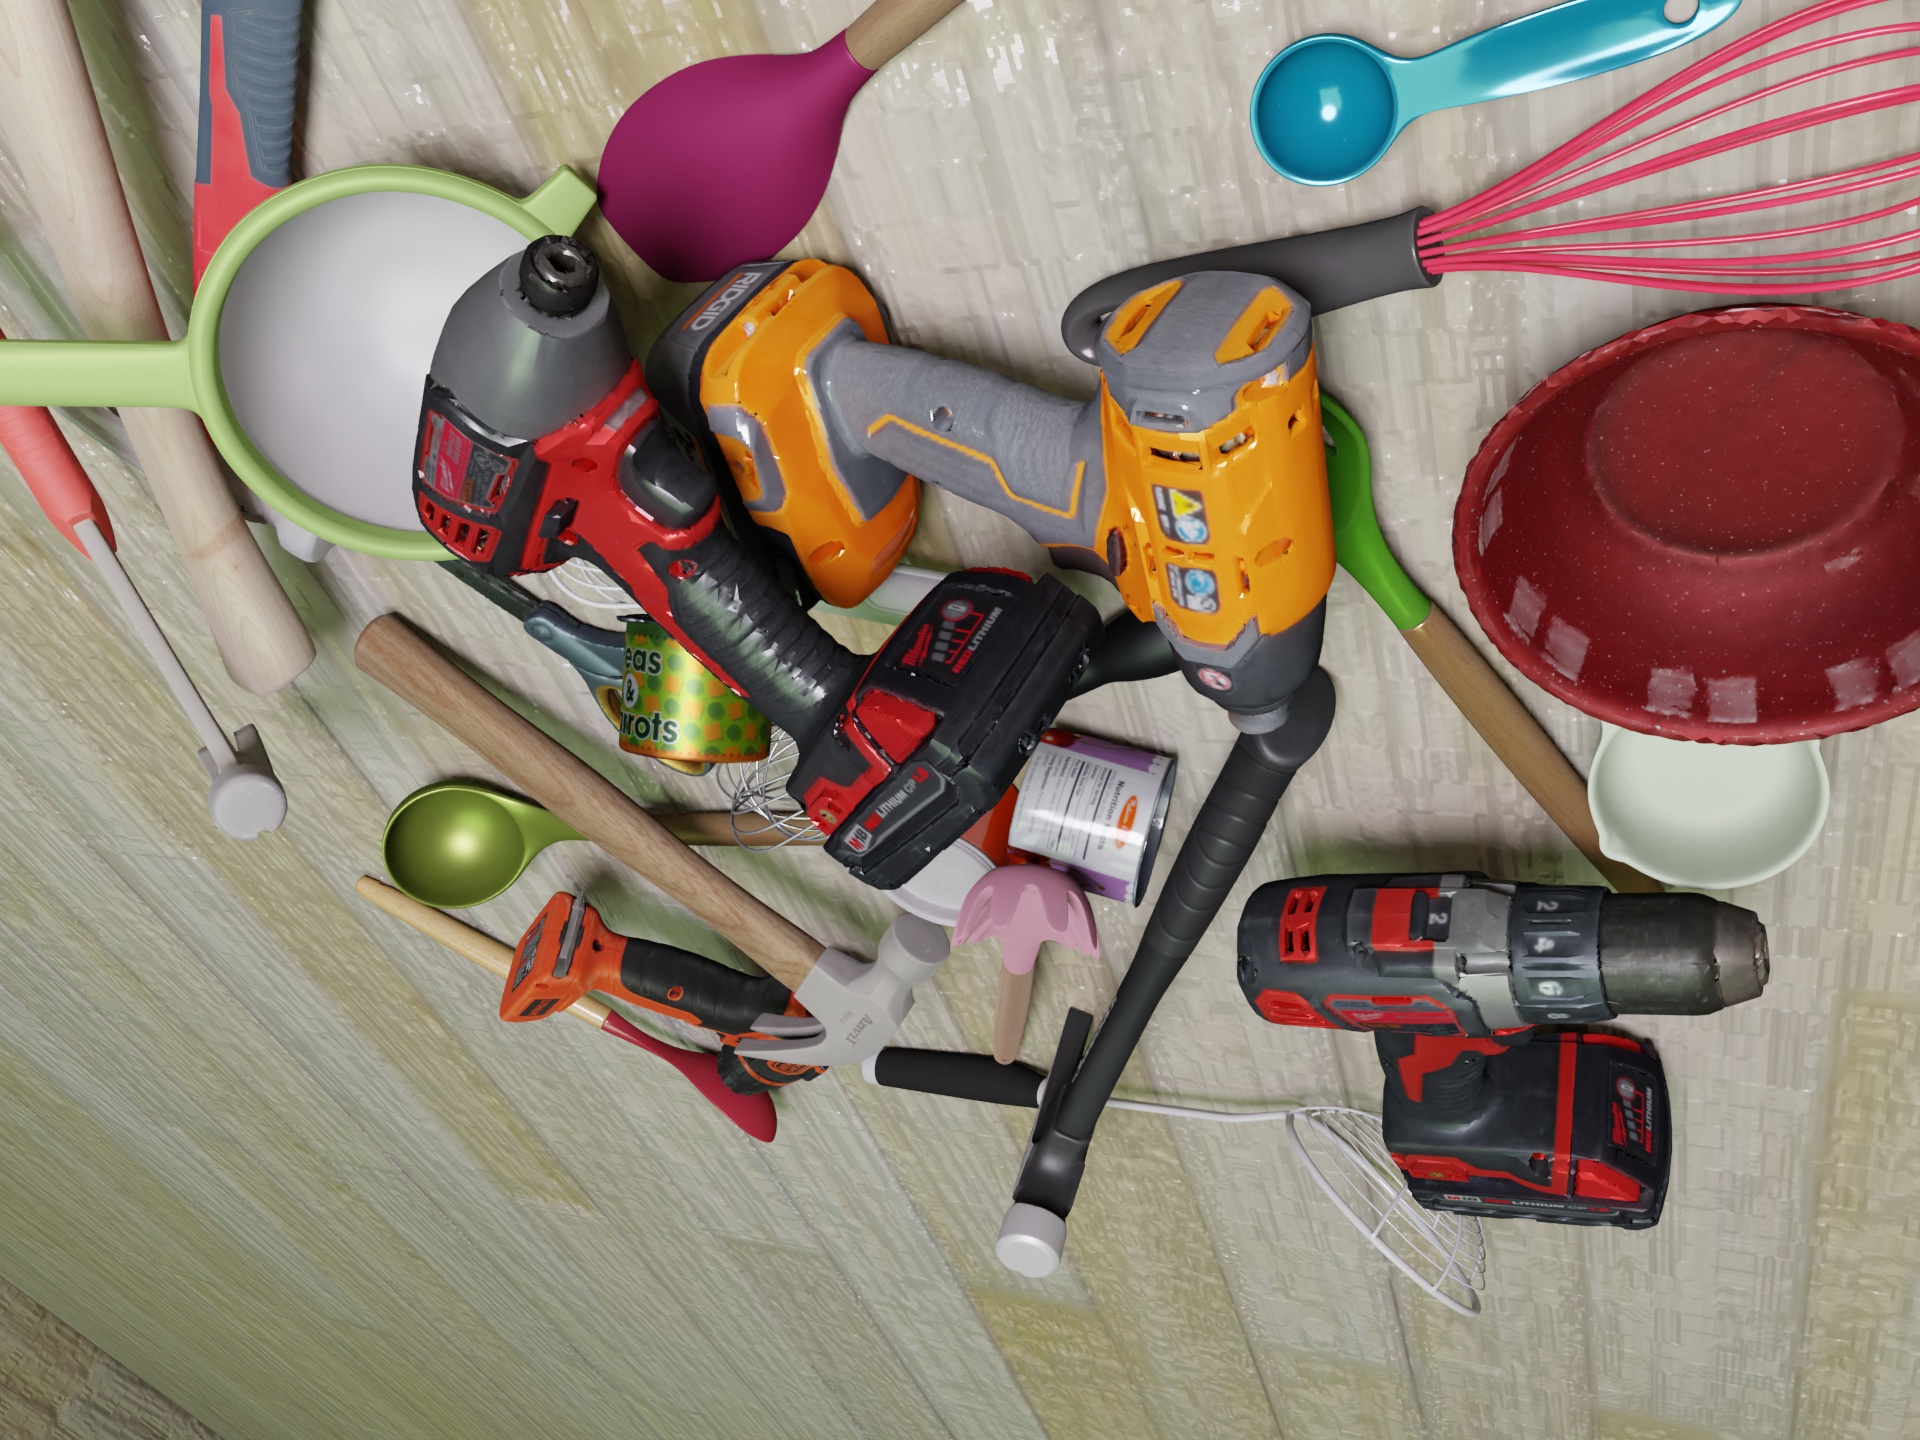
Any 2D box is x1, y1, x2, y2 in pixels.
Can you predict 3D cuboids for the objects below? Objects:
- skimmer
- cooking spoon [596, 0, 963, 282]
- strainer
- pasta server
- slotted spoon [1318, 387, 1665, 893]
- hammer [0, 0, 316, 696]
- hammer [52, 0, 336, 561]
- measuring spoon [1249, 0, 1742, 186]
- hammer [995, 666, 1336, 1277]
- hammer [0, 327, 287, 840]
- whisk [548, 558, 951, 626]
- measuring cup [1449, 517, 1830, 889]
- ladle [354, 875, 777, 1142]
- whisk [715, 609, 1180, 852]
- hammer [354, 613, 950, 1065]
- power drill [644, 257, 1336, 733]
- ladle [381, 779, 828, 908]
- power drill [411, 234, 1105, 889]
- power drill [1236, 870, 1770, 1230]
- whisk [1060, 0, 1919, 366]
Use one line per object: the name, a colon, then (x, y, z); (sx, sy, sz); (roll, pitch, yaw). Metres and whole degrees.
skimmer: (0.099, 0.241, 0.866); (0.363, 0.090, 0.127); (2, 167, 29)
cooking spoon: (-0.013, -0.216, 0.476); (0.319, 0.017, 0.068); (-21, 122, 42)
strainer: (-0.256, -0.138, 0.589); (0.256, 0.069, 0.151); (-2, 124, -12)
pasta server: (0.026, 0.130, 0.763); (0.060, 0.040, 0.316); (4, 155, 1)
slotted spoon: (0.179, -0.022, 0.586); (0.313, 0.031, 0.070); (43, 144, -24)
hammer: (-0.340, -0.163, 0.632); (0.146, 0.038, 0.410); (20, 140, 13)
hammer: (-0.286, -0.214, 0.604); (0.143, 0.038, 0.386); (31, 140, -5)
measuring spoon: (0.144, -0.183, 0.439); (0.128, 0.021, 0.042); (-9, 125, 22)
hammer: (0.090, 0.105, 0.719); (0.035, 0.146, 0.334); (22, 129, 3)
hammer: (-0.397, -0.115, 0.690); (0.149, 0.037, 0.358); (26, 141, 57)
whisk: (-0.065, -0.059, 0.645); (0.246, 0.058, 0.059); (12, 174, 17)
measuring cup: (0.234, -0.015, 0.563); (0.167, 0.038, 0.083); (48, 124, -1)
ladle: (-0.251, 0.181, 1.025); (0.315, 0.031, 0.069); (29, 179, 1)
whisk: (-0.001, -0.003, 0.682); (0.284, 0.070, 0.070); (-21, 122, 35)
hammer: (-0.166, 0.057, 0.794); (0.331, 0.031, 0.130); (36, 126, 4)
power drill: (0.017, -0.073, 0.540); (0.227, 0.084, 0.164); (14, 142, 31)
ladle: (-0.169, 0.065, 0.839); (0.320, 0.062, 0.078); (-2, 122, 25)
power drill: (-0.073, -0.052, 0.504); (0.219, 0.079, 0.143); (37, 148, -4)
power drill: (0.235, 0.131, 0.649); (0.188, 0.080, 0.226); (-5, 143, 32)
whisk: (0.151, -0.138, 0.451); (0.296, 0.073, 0.073); (-3, 133, 39)
